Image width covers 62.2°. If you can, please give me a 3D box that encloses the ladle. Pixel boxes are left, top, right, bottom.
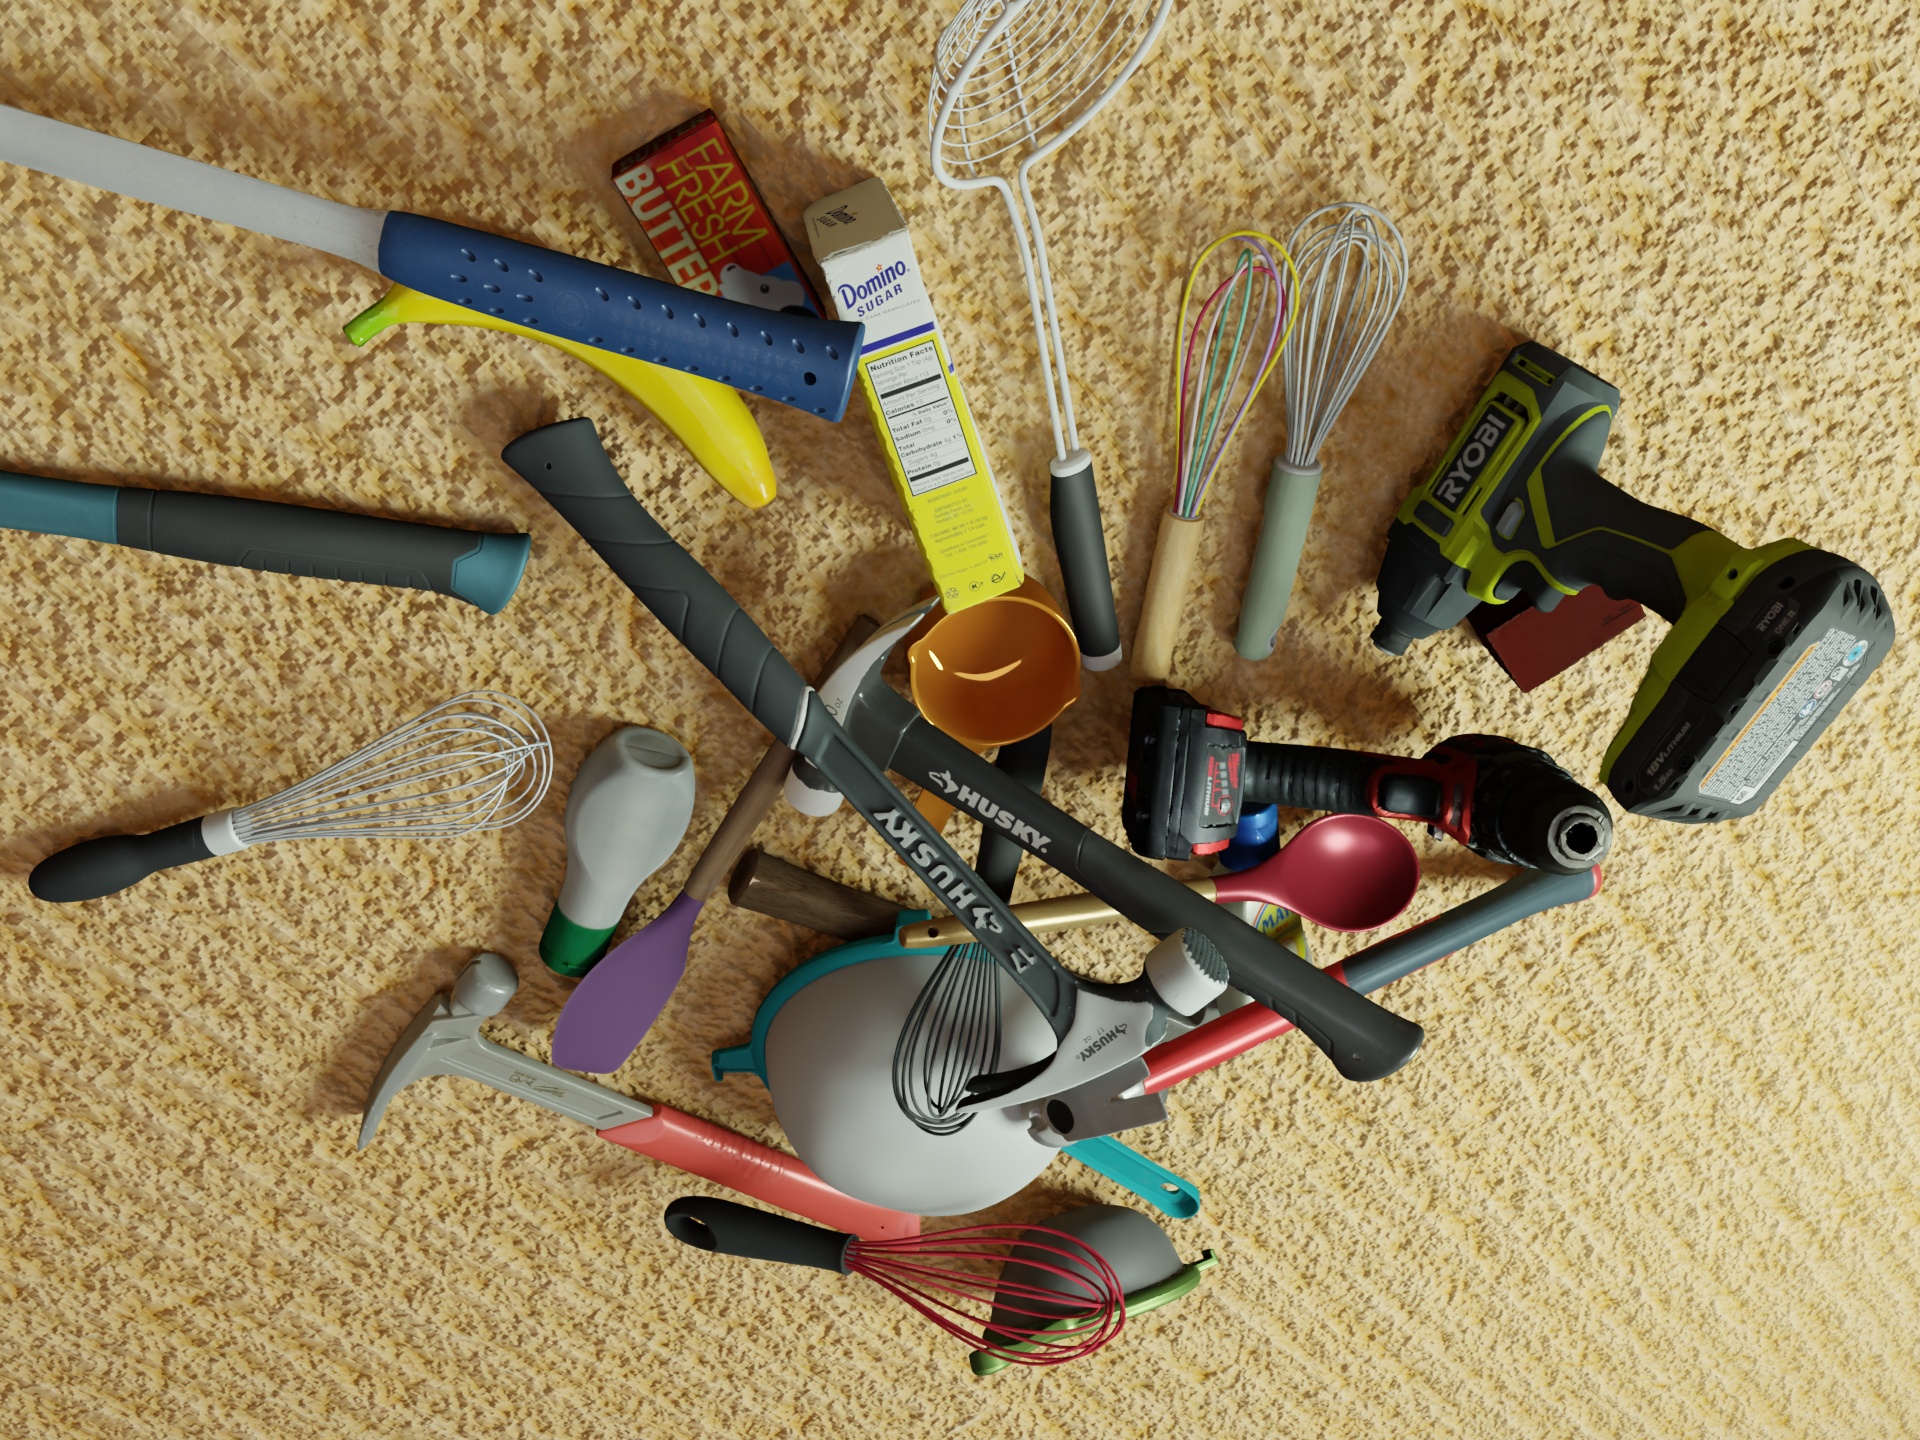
[{"bbox_3d":[0.113,0.096,0.857,0.315,0.069,0.031,-5,166,-24],"label":"ladle"}]

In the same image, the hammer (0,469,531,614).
[{"bbox_3d":[-0.368,-0.090,0.727,0.331,0.033,0.128,7,121,-15],"label":"hammer"}]

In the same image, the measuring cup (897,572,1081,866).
[{"bbox_3d":[-0.001,-0.003,0.840,0.095,0.052,0.173,14,120,-19],"label":"measuring cup"}]

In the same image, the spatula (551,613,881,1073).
[{"bbox_3d":[-0.133,0.073,0.862,0.059,0.018,0.316,22,110,-41],"label":"spatula"}]

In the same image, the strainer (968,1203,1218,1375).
[{"bbox_3d":[0.057,0.355,1.011,0.151,0.069,0.256,-22,164,20],"label":"strainer"}]

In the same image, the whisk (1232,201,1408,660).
[{"bbox_3d":[0.170,-0.136,0.796,0.059,0.058,0.246,20,126,18],"label":"whisk"}]

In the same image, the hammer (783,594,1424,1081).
[{"bbox_3d":[0.072,0.069,0.772,0.335,0.035,0.146,32,130,7],"label":"hammer"}]

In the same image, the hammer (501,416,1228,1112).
[{"bbox_3d":[-0.064,0.016,0.748,0.149,0.036,0.409,-42,93,23],"label":"hammer"}]

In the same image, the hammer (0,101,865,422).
[{"bbox_3d":[-0.240,-0.188,0.635,0.405,0.035,0.144,15,120,-3],"label":"hammer"}]

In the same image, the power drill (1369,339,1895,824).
[{"bbox_3d":[0.300,-0.058,0.759,0.080,0.223,0.171,10,120,-37],"label":"power drill"}]

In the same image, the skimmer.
[{"bbox_3d":[0.060,-0.165,0.726,0.127,0.090,0.363,-34,130,-27],"label":"skimmer"}]

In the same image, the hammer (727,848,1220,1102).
[{"bbox_3d":[0.019,0.144,0.946,0.331,0.031,0.130,23,115,-23],"label":"hammer"}]

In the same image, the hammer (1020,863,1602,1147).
[{"bbox_3d":[0.222,0.143,0.886,0.386,0.038,0.143,-19,169,-24],"label":"hammer"}]

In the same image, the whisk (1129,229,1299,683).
[{"bbox_3d":[0.120,-0.122,0.792,0.047,0.051,0.244,1,125,-12],"label":"whisk"}]

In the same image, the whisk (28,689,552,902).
[{"bbox_3d":[-0.342,0.047,0.807,0.284,0.070,0.070,-15,123,5],"label":"whisk"}]

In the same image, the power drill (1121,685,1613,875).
[{"bbox_3d":[0.202,0.036,0.806,0.226,0.188,0.080,5,96,2],"label":"power drill"}]

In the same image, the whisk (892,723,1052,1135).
[{"bbox_3d":[0.012,0.101,0.847,0.055,0.055,0.239,18,79,-21],"label":"whisk"}]

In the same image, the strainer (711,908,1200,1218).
[{"bbox_3d":[0.027,0.258,0.954,0.340,0.095,0.211,35,123,-25],"label":"strainer"}]

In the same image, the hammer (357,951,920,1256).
[{"bbox_3d":[-0.178,0.266,0.983,0.358,0.037,0.149,30,112,-25],"label":"hammer"}]

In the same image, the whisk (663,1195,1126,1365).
[{"bbox_3d":[-0.046,0.313,0.917,0.296,0.073,0.073,4,127,24],"label":"whisk"}]
